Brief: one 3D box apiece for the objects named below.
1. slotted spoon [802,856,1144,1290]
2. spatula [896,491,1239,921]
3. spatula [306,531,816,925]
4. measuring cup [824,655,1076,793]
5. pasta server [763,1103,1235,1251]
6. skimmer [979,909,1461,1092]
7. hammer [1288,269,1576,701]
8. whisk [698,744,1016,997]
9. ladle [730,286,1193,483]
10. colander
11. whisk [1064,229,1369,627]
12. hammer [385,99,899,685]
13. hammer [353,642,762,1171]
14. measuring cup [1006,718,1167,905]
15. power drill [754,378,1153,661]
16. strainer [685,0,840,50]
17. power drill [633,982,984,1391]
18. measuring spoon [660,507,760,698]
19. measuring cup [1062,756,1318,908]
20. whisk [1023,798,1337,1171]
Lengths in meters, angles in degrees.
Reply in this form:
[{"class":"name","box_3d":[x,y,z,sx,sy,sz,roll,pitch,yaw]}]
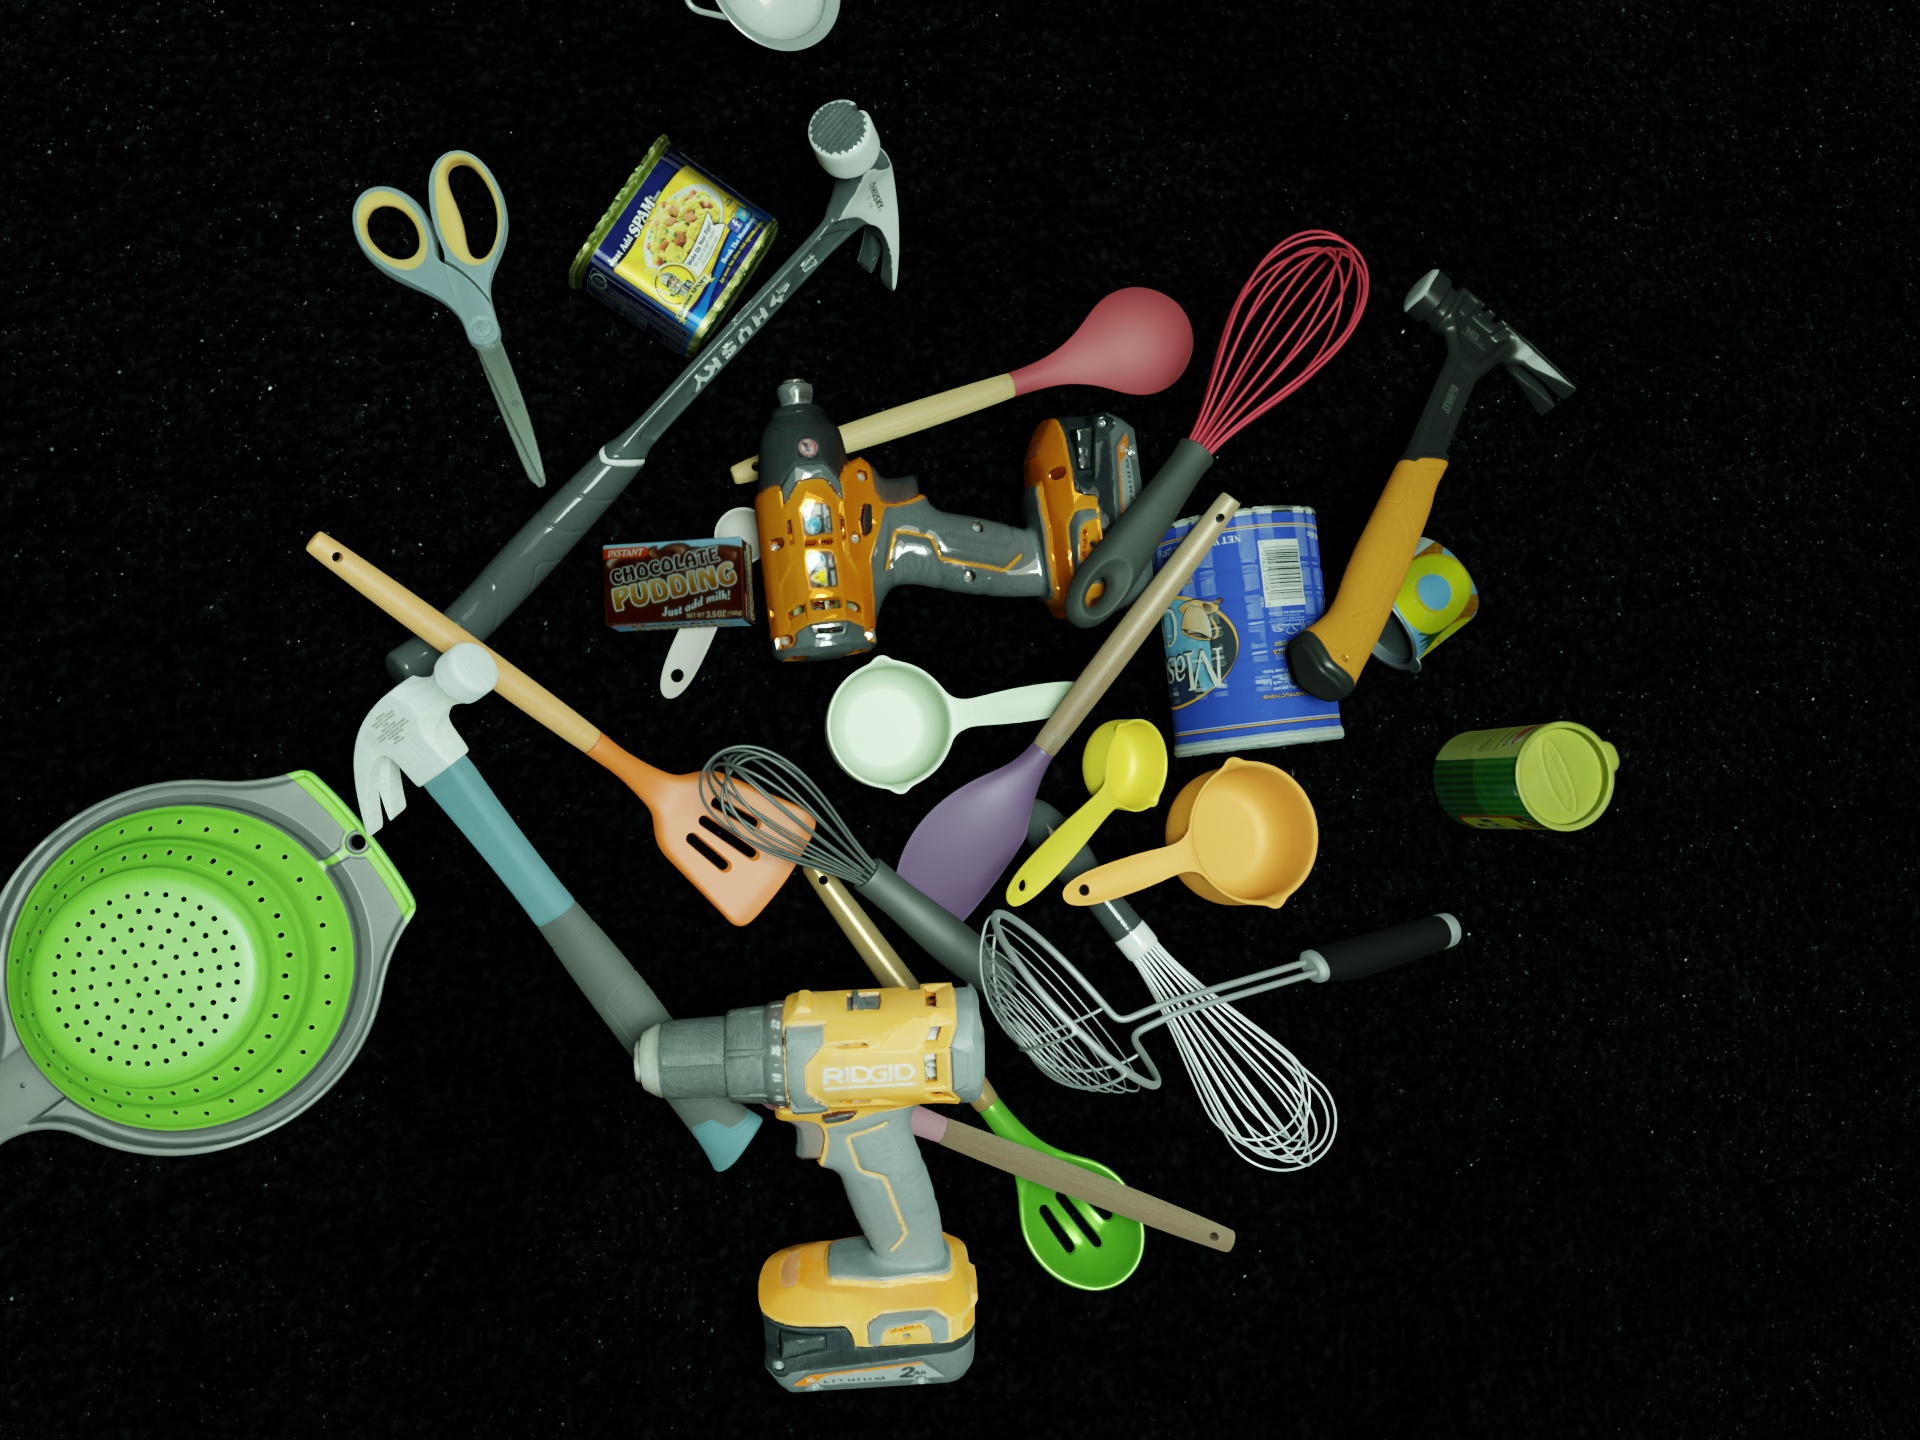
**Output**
[{"class":"slotted spoon","box_3d":[0.003,0.209,0.959,0.070,0.031,0.314,-37,92,-9]},{"class":"spatula","box_3d":[0.063,-0.005,0.943,0.059,0.018,0.316,36,99,-9]},{"class":"spatula","box_3d":[-0.222,-0.001,0.891,0.322,0.041,0.081,40,79,-27]},{"class":"measuring cup","box_3d":[-0.002,-0.003,0.968,0.167,0.038,0.083,-9,88,-15]},{"class":"pasta server","box_3d":[0.014,0.248,0.935,0.316,0.040,0.060,22,90,-5]},{"class":"skimmer","box_3d":[0.171,0.135,0.924,0.363,0.127,0.090,-8,130,-31]},{"class":"hammer","box_3d":[0.284,-0.138,0.982,0.127,0.034,0.337,36,59,-8]},{"class":"whisk","box_3d":[-0.055,0.094,0.933,0.238,0.055,0.055,40,79,-19]},{"class":"ladle","box_3d":[0.007,-0.202,0.990,0.315,0.031,0.069,-21,93,-11]},{"class":"colander","box_3d":[-0.479,0.182,0.822,0.397,0.094,0.204,-38,94,-12]},{"class":"whisk","box_3d":[0.148,-0.172,0.932,0.073,0.073,0.296,37,77,-7]},{"class":"hammer","box_3d":[-0.179,-0.165,0.911,0.036,0.149,0.409,42,88,15]},{"class":"hammer","box_3d":[-0.217,0.118,0.889,0.128,0.033,0.331,-28,103,30]},{"class":"measuring cup","box_3d":[0.069,0.057,0.957,0.156,0.029,0.062,-44,119,-30]},{"class":"power drill","box_3d":[-0.010,-0.127,0.946,0.226,0.084,0.164,-7,89,-14]},{"class":"strainer","box_3d":[-0.060,-0.476,0.988,0.258,0.050,0.087,-29,98,-18]},{"class":"power drill","box_3d":[-0.077,0.252,0.873,0.185,0.084,0.226,-3,109,-2]},{"class":"measuring spoon","box_3d":[-0.149,-0.069,0.954,0.034,0.018,0.124,25,88,4]},{"class":"measuring cup","box_3d":[0.133,0.083,0.974,0.173,0.052,0.095,-16,87,-18]},{"class":"whisk","box_3d":[0.129,0.160,0.976,0.070,0.070,0.284,-39,90,-12]}]
